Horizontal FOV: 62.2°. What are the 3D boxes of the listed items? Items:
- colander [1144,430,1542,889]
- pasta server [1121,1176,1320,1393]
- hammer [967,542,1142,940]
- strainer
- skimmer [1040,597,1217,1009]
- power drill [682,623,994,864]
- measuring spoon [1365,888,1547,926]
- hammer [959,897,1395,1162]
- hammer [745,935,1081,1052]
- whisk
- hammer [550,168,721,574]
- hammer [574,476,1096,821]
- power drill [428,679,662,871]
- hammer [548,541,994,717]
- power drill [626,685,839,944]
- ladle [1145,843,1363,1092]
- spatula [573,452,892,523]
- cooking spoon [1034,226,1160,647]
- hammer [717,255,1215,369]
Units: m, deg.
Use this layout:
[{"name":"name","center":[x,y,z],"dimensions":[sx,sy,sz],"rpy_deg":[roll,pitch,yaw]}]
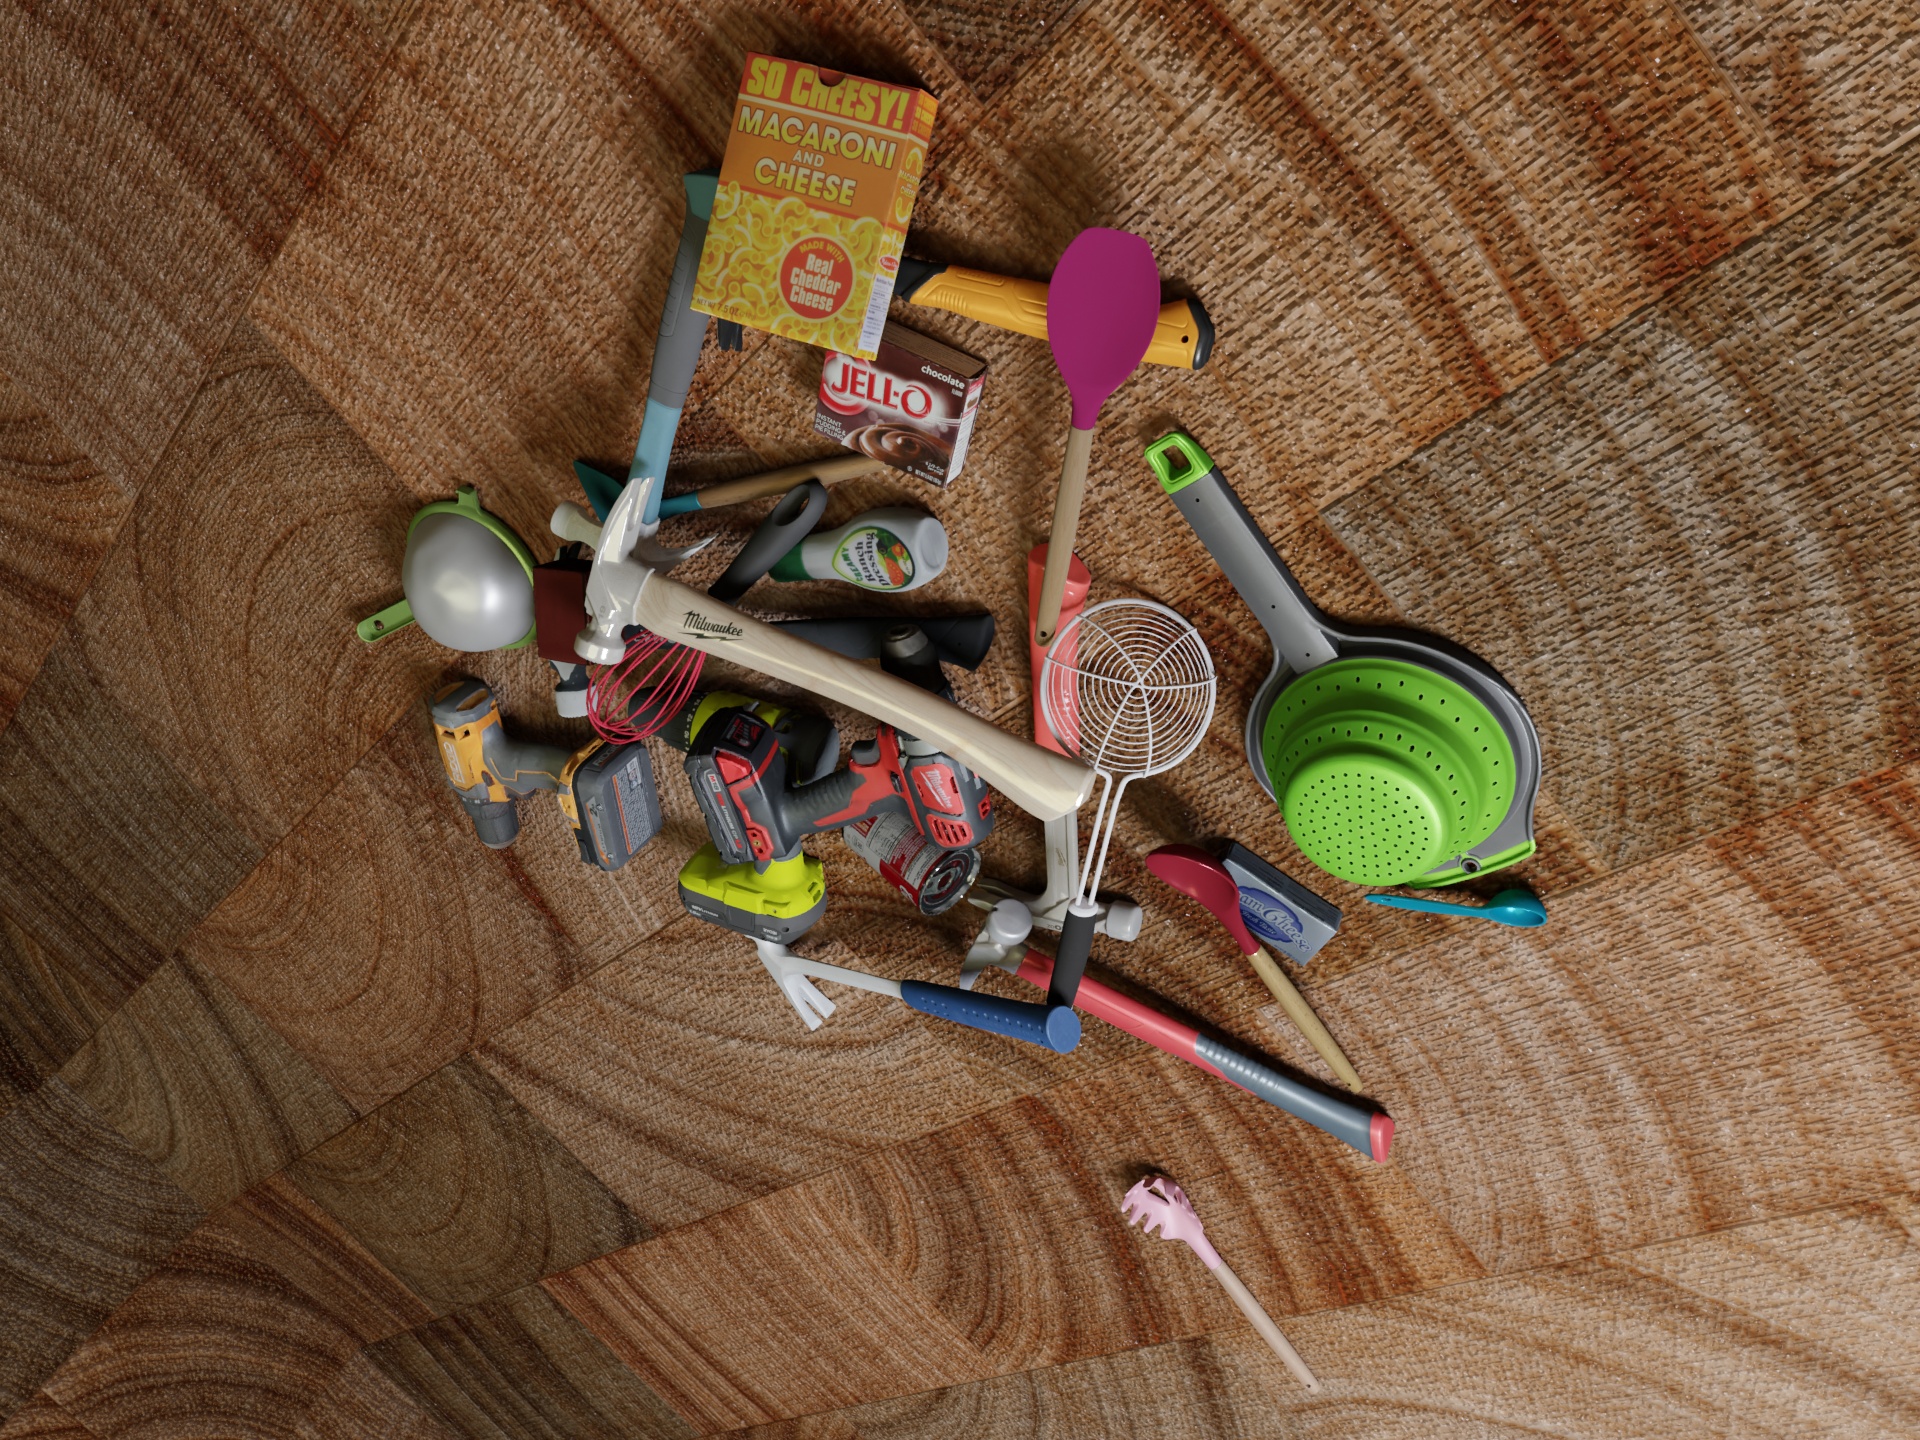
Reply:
[{"name":"colander","center":[0.237,-0.017,1.075],"dimensions":[0.204,0.094,0.397],"rpy_deg":[-27,108,40]},{"name":"pasta server","center":[0.258,0.546,1.529],"dimensions":[0.060,0.040,0.316],"rpy_deg":[-28,108,29]},{"name":"hammer","center":[0.067,0.024,1.245],"dimensions":[0.149,0.037,0.358],"rpy_deg":[12,129,22]},{"name":"strainer","center":[-0.487,-0.102,1.443],"dimensions":[0.256,0.069,0.151],"rpy_deg":[-17,114,36]},{"name":"skimmer","center":[0.104,0.079,1.215],"dimensions":[0.127,0.090,0.363],"rpy_deg":[6,128,-5]},{"name":"power drill","center":[-0.097,0.022,1.245],"dimensions":[0.227,0.080,0.187],"rpy_deg":[-7,119,18]},{"name":"measuring spoon","center":[0.361,0.129,1.161],"dimensions":[0.129,0.021,0.042],"rpy_deg":[5,157,26]},{"name":"hammer","center":[0.182,0.278,1.353],"dimensions":[0.386,0.038,0.143],"rpy_deg":[27,143,4]},{"name":"hammer","center":[-0.050,0.242,1.406],"dimensions":[0.406,0.035,0.144],"rpy_deg":[3,128,48]},{"name":"whisk","center":[-0.198,-0.082,1.240],"dimensions":[0.073,0.073,0.295],"rpy_deg":[44,116,-6]},{"name":"hammer","center":[-0.216,-0.249,1.172],"dimensions":[0.128,0.033,0.330],"rpy_deg":[28,125,8]},{"name":"hammer","center":[-0.090,-0.041,1.158],"dimensions":[0.411,0.038,0.146],"rpy_deg":[24,108,13]},{"name":"power drill","center":[-0.398,0.070,1.519],"dimensions":[0.226,0.084,0.185],"rpy_deg":[17,131,24]},{"name":"hammer","center":[-0.164,-0.072,1.286],"dimensions":[0.409,0.036,0.149],"rpy_deg":[2,106,23]},{"name":"power drill","center":[-0.201,0.075,1.410],"dimensions":[0.190,0.080,0.228],"rpy_deg":[14,126,19]},{"name":"ladle","center":[0.243,0.197,1.252],"dimensions":[0.069,0.031,0.315],"rpy_deg":[-3,134,49]},{"name":"spatula","center":[-0.176,-0.184,1.237],"dimensions":[0.317,0.044,0.082],"rpy_deg":[-6,122,28]},{"name":"cooking spoon","center":[0.076,-0.173,1.044],"dimensions":[0.069,0.017,0.318],"rpy_deg":[13,132,6]},{"name":"hammer","center":[-0.001,-0.273,1.040],"dimensions":[0.337,0.034,0.127],"rpy_deg":[16,103,14]}]
